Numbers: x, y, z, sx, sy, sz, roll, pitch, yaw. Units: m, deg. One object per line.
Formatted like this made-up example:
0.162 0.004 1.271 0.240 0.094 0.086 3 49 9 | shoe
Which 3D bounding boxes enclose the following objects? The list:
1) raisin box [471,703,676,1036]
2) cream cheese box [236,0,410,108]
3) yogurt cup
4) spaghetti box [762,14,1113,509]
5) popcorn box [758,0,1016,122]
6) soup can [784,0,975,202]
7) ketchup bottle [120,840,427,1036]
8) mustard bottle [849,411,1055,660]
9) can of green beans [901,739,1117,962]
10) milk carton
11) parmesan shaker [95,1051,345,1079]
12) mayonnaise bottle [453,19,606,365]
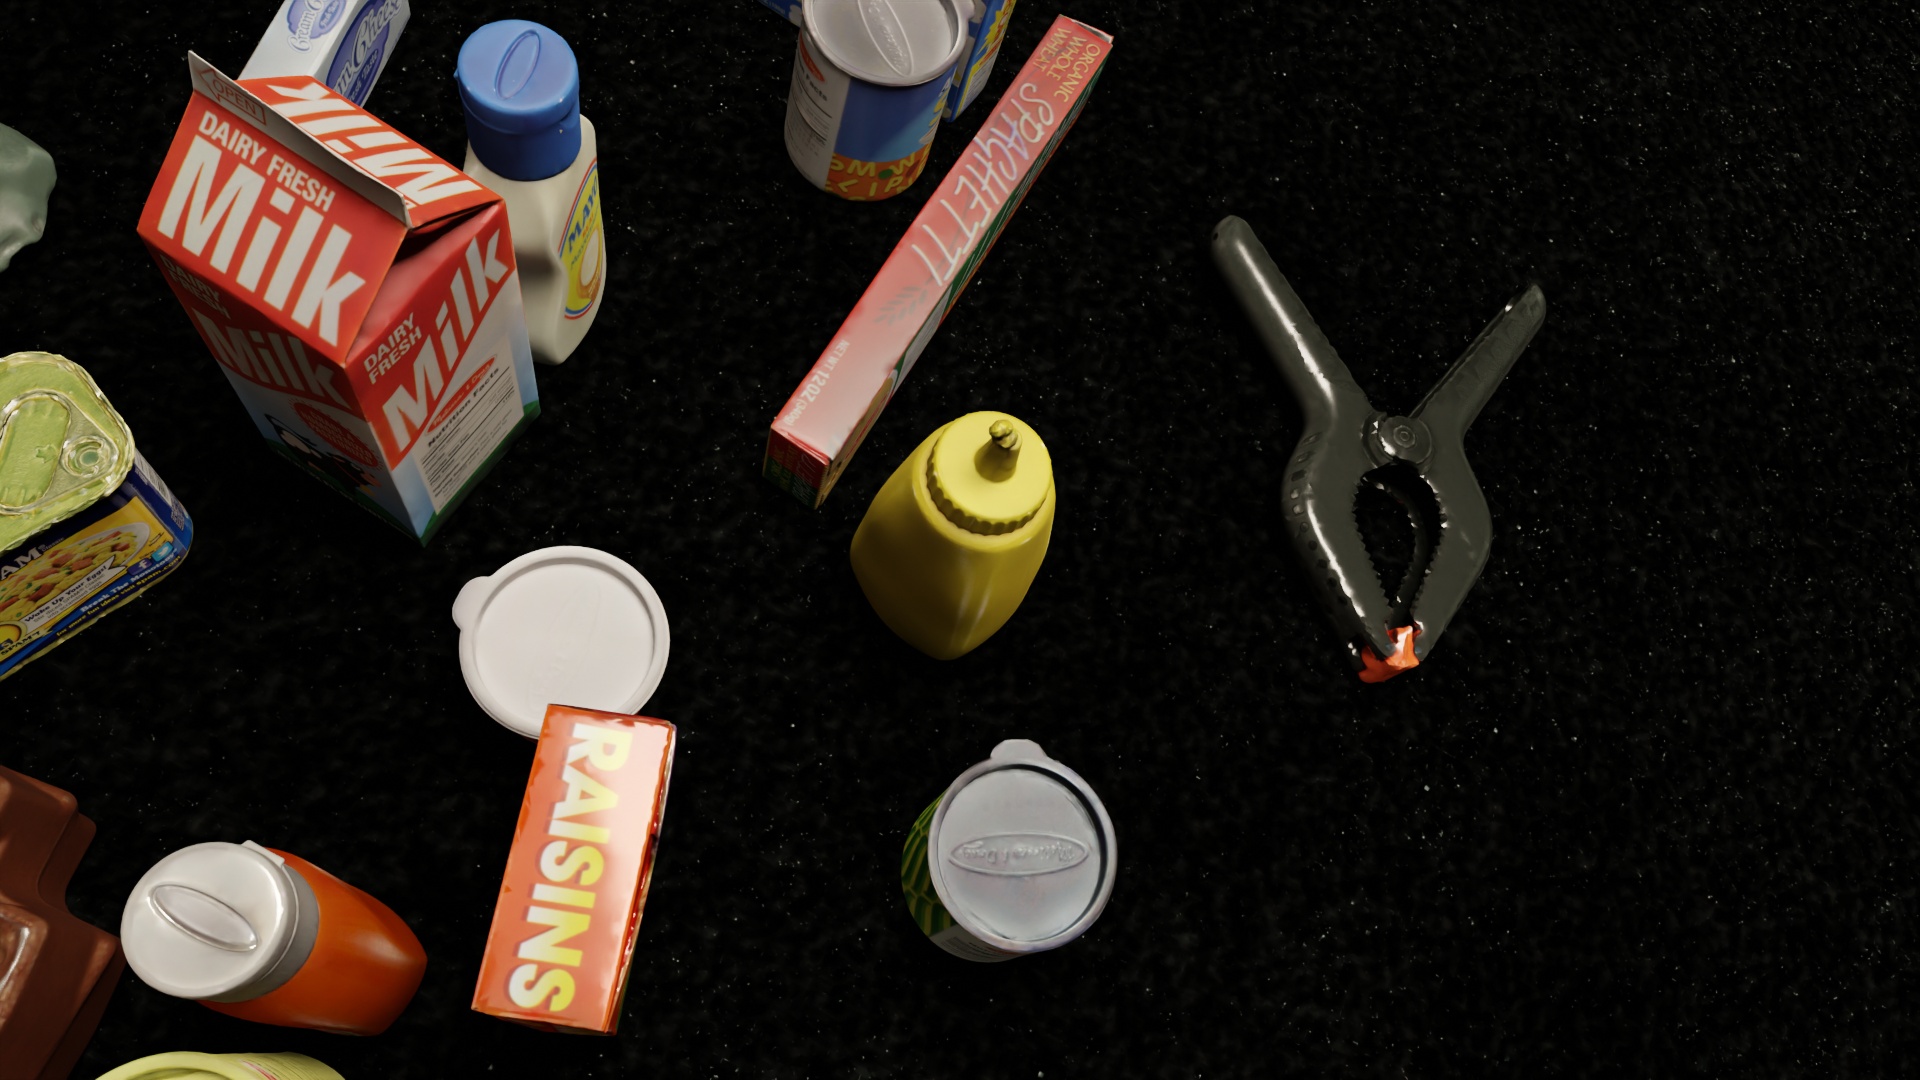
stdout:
-0.116 0.107 0.430 0.040 0.123 0.086 12 68 -8 | raisin box
-0.252 -0.193 0.552 0.024 0.053 0.104 18 67 -6 | cream cheese box
-0.137 0.042 0.488 0.072 0.053 0.072 4 69 -11 | yogurt cup
-0.006 -0.123 0.584 0.029 0.050 0.251 31 66 0 | spaghetti box
-0.038 -0.252 0.607 0.127 0.085 0.038 33 66 1 | popcorn box
-0.035 -0.194 0.586 0.071 0.083 0.071 4 69 -11 | soup can
-0.194 0.113 0.396 0.065 0.148 0.044 29 66 -1 | ketchup bottle
0.002 -0.006 0.481 0.065 0.159 0.049 45 67 6 | mustard bottle
0.016 0.114 0.493 0.071 0.057 0.071 4 69 -11 | can of green beans
-0.192 -0.075 0.446 0.072 0.189 0.074 33 66 1 | milk carton
-0.209 0.182 0.391 0.071 0.102 0.071 4 69 -11 | parmesan shaker
-0.152 -0.122 0.496 0.041 0.147 0.065 17 67 -6 | mayonnaise bottle
